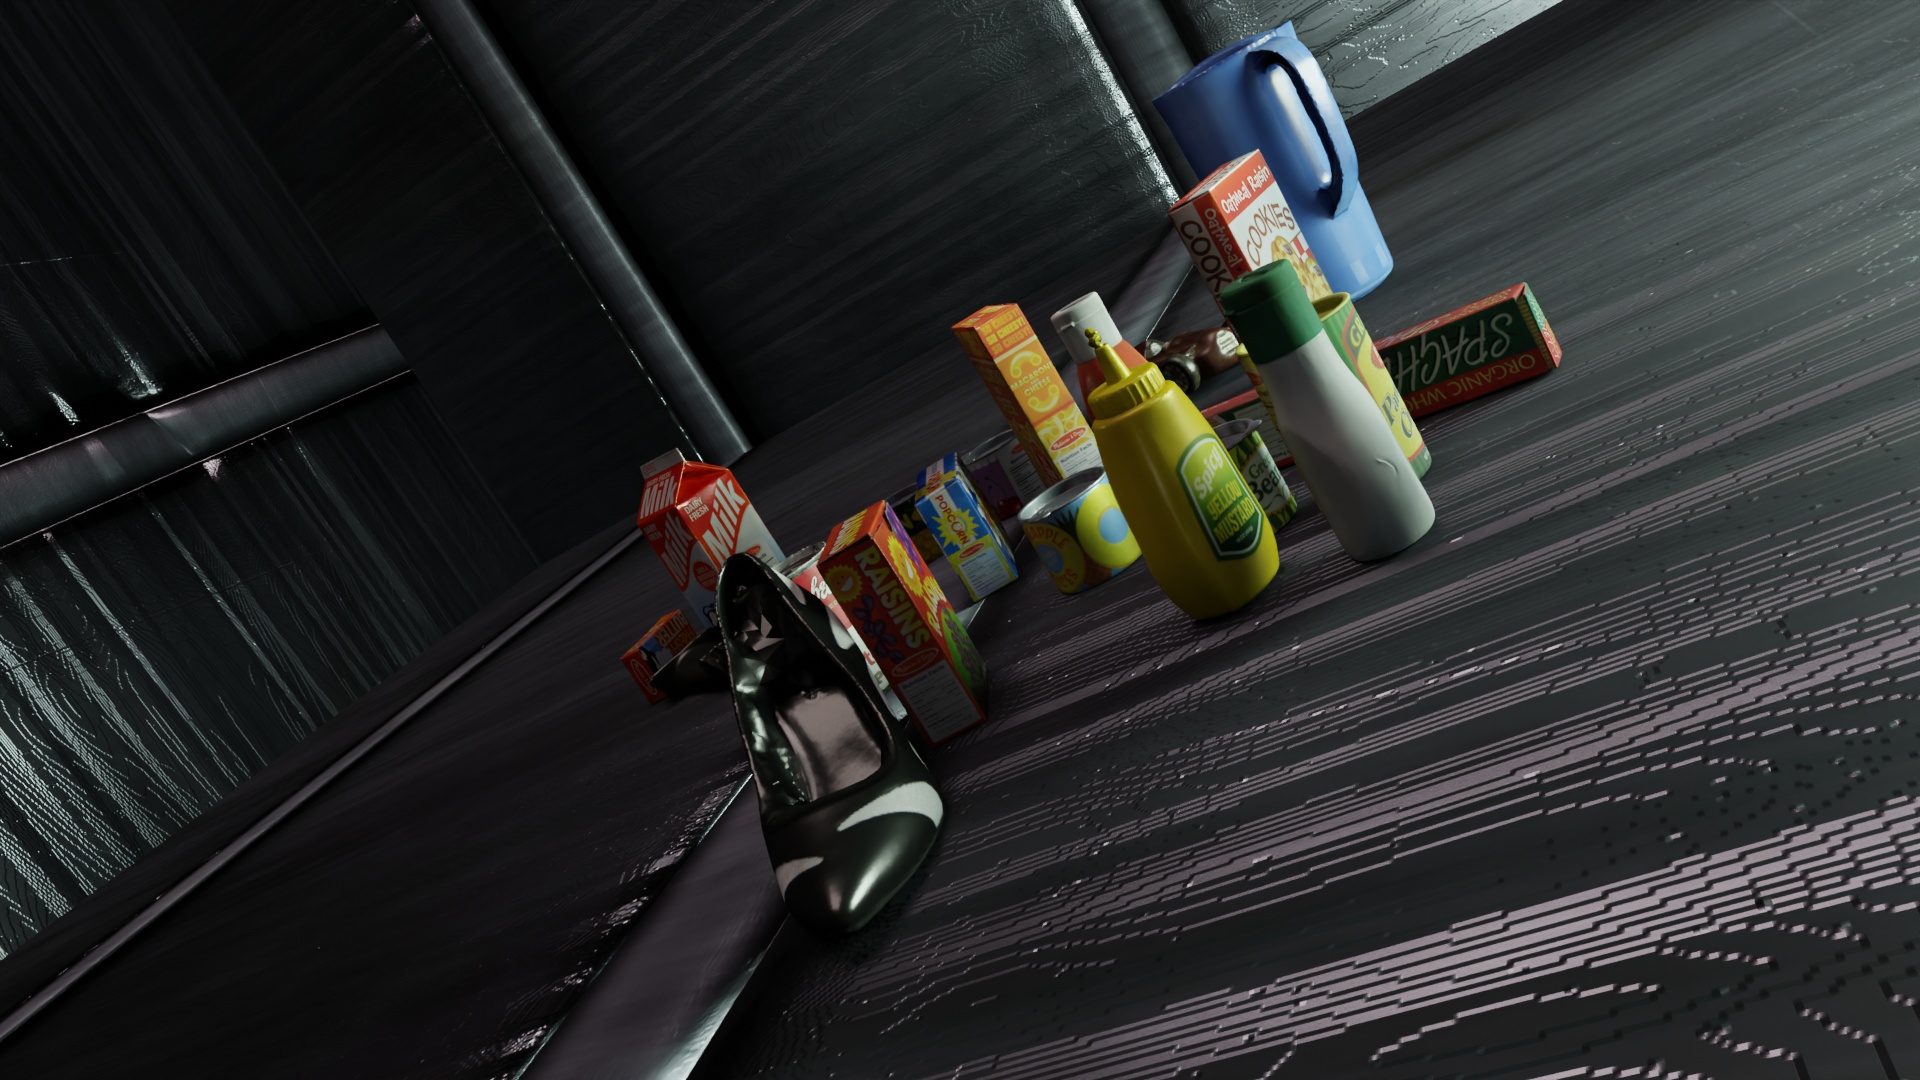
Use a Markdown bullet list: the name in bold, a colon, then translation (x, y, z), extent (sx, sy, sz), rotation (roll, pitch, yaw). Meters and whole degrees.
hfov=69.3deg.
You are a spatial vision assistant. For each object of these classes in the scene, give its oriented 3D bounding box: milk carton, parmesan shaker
- **milk carton**: translation (-0.225, 0.005, 1.271), extent (0.072, 0.190, 0.074), rotation (-19, 16, 46)
- **parmesan shaker**: translation (0.202, -0.073, 0.751), extent (0.071, 0.103, 0.071), rotation (-30, 12, 7)

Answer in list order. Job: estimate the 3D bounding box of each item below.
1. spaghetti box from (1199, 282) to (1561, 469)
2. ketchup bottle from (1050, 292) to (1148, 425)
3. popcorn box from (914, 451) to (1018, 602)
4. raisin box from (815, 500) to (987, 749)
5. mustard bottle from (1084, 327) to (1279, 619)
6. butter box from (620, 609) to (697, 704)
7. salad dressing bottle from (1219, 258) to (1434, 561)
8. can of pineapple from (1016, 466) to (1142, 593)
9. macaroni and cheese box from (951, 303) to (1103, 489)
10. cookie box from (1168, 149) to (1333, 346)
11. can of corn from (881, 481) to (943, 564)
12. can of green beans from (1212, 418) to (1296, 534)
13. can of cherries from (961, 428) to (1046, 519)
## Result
- **spaghetti box**: translation (0.236, -0.086, 0.850), extent (0.249, 0.050, 0.029), rotation (-21, 15, 40)
- **ketchup bottle**: translation (0.114, -0.098, 0.960), extent (0.064, 0.148, 0.044), rotation (-21, 16, 43)
- **popcorn box**: translation (0.004, -0.013, 1.036), extent (0.038, 0.085, 0.127), rotation (-30, 12, 6)
- **raisin box**: translation (-0.030, 0.045, 0.788), extent (0.040, 0.123, 0.086), rotation (-29, 12, 9)
- **mustard bottle**: translation (0.104, -0.039, 0.708), extent (0.048, 0.160, 0.065), rotation (-18, 17, 49)
- **butter box**: translation (-0.280, 0.109, 1.316), extent (0.024, 0.053, 0.104), rotation (-27, 12, 19)
- **salad dressing bottle**: translation (0.174, -0.062, 0.665), extent (0.044, 0.147, 0.064), rotation (-32, 11, -4)
- **can of pineapple**: translation (0.077, -0.006, 0.892), extent (0.071, 0.057, 0.071), rotation (-30, 12, 7)
- **macaroni and cheese box**: translation (0.059, -0.102, 1.067), extent (0.040, 0.166, 0.124), rotation (-32, 11, -3)
- **cookie box**: translation (0.228, -0.198, 1.042), extent (0.040, 0.167, 0.123), rotation (-23, 14, 37)
- **can of corn**: translation (-0.043, -0.010, 1.208), extent (0.071, 0.058, 0.071), rotation (-30, 12, 7)
- **can of green beans**: translation (0.152, -0.029, 0.802), extent (0.071, 0.057, 0.071), rotation (-30, 12, 7)
- **can of cherries**: translation (0.038, -0.057, 1.198), extent (0.071, 0.058, 0.071), rotation (-30, 12, 7)
